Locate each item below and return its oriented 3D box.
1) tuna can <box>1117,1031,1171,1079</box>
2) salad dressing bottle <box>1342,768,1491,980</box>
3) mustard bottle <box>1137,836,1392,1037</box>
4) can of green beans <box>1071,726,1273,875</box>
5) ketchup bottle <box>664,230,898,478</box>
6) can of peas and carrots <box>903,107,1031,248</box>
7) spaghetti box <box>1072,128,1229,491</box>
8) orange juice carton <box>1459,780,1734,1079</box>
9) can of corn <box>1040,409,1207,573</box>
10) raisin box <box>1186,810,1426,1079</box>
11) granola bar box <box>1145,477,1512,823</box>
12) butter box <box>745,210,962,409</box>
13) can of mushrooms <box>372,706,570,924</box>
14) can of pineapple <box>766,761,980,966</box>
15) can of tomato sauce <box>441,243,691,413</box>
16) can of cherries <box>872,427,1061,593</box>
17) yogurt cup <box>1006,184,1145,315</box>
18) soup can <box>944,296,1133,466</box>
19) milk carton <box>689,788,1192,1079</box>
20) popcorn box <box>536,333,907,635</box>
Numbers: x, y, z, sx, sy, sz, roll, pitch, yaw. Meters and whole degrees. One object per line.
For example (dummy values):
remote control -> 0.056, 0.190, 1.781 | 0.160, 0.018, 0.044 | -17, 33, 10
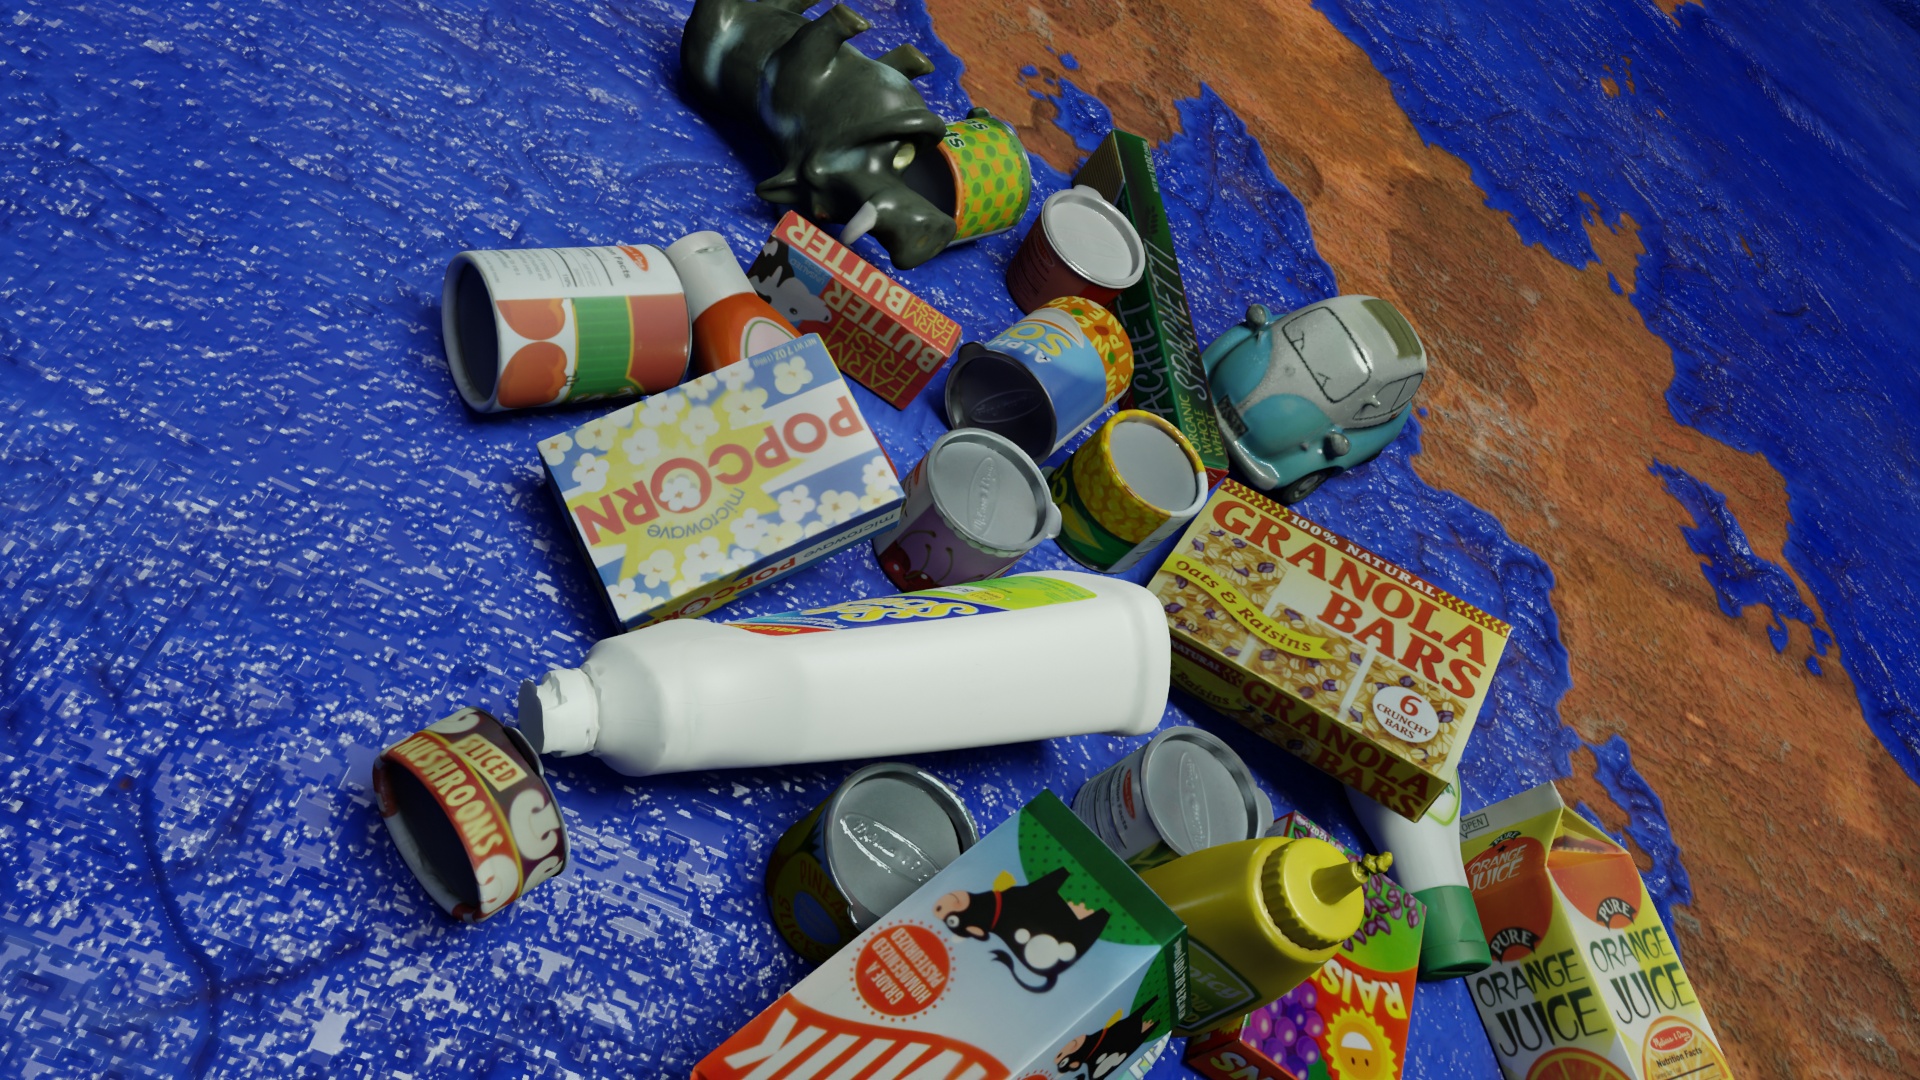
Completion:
tuna can -> 0.049, 0.192, 0.535 | 0.033, 0.070, 0.071 | 49, 47, 3
salad dressing bottle -> 0.231, 0.145, 0.706 | 0.064, 0.043, 0.148 | 9, 56, -25
mustard bottle -> 0.109, 0.149, 0.543 | 0.065, 0.159, 0.049 | 40, 48, -4
can of green beans -> 0.091, 0.124, 0.617 | 0.071, 0.057, 0.071 | 17, 52, -24
ketchup bottle -> -0.091, -0.073, 0.639 | 0.065, 0.043, 0.149 | -22, 73, -38
can of peas and carrots -> -0.004, -0.198, 0.763 | 0.059, 0.070, 0.071 | -25, 76, -41
spaghetti box -> 0.107, -0.132, 0.807 | 0.029, 0.050, 0.251 | 10, 56, -27
orange juice carton -> 0.305, 0.221, 0.686 | 0.073, 0.071, 0.193 | 1, 60, -34
can of corn -> 0.082, -0.027, 0.713 | 0.071, 0.058, 0.071 | 18, 52, -24
raisin box -> 0.158, 0.198, 0.626 | 0.086, 0.040, 0.124 | 37, 46, -9
granola bar box -> 0.180, 0.050, 0.703 | 0.166, 0.038, 0.125 | 30, 46, 14
butter box -> -0.055, -0.112, 0.682 | 0.103, 0.053, 0.024 | 33, 50, -11
can of mushrooms -> -0.163, 0.090, 0.462 | 0.033, 0.070, 0.071 | -29, 79, -41
can of pineapple -> -0.035, 0.127, 0.531 | 0.071, 0.057, 0.071 | 17, 52, -23
can of tomato sauce -> -0.166, -0.088, 0.585 | 0.083, 0.071, 0.071 | -11, 68, -38
can of cherries -> 0.002, -0.008, 0.647 | 0.071, 0.058, 0.072 | 18, 51, -24
yogurt cup -> 0.063, -0.157, 0.790 | 0.072, 0.053, 0.073 | 17, 53, -24
soup can -> 0.041, -0.085, 0.717 | 0.071, 0.071, 0.084 | 48, 46, 3
milk carton -> -0.016, 0.178, 0.460 | 0.191, 0.072, 0.073 | -35, 51, -19
popcorn box -> -0.097, -0.022, 0.572 | 0.127, 0.038, 0.085 | -25, 75, -16
